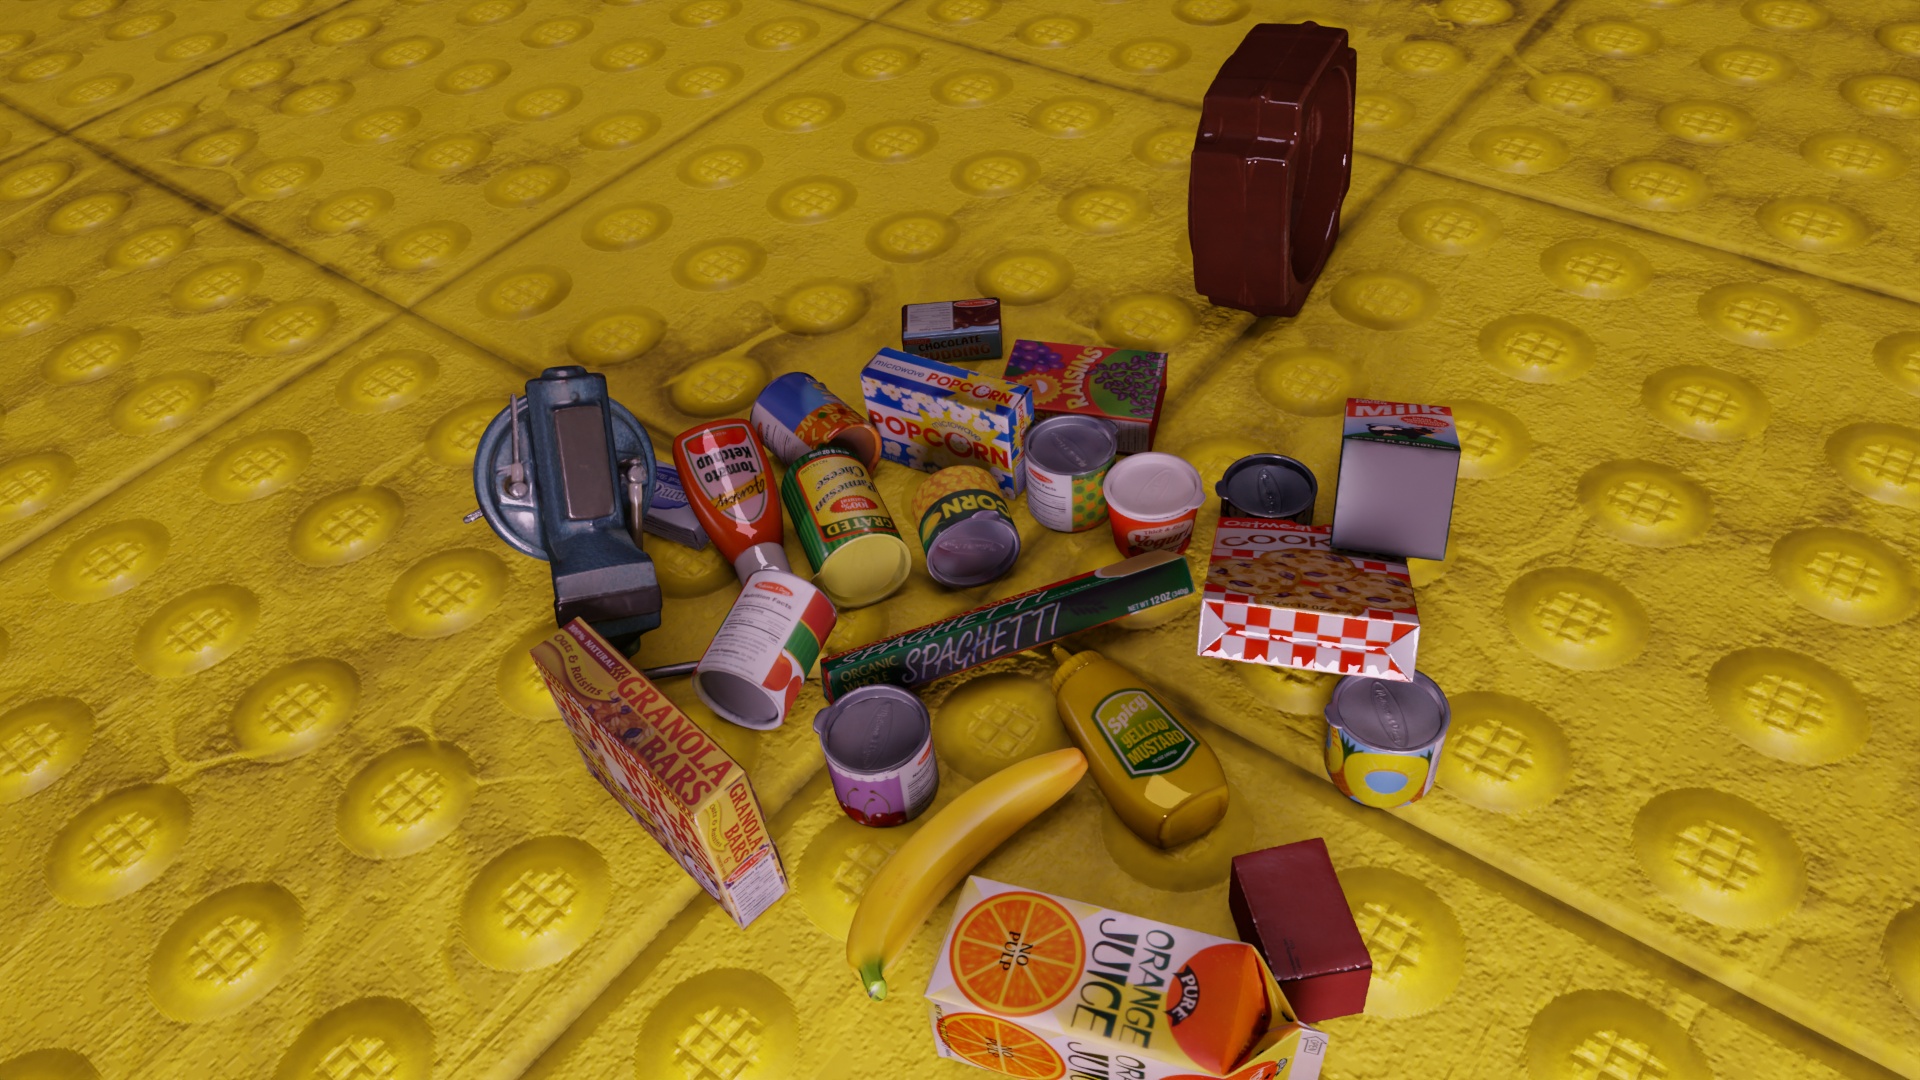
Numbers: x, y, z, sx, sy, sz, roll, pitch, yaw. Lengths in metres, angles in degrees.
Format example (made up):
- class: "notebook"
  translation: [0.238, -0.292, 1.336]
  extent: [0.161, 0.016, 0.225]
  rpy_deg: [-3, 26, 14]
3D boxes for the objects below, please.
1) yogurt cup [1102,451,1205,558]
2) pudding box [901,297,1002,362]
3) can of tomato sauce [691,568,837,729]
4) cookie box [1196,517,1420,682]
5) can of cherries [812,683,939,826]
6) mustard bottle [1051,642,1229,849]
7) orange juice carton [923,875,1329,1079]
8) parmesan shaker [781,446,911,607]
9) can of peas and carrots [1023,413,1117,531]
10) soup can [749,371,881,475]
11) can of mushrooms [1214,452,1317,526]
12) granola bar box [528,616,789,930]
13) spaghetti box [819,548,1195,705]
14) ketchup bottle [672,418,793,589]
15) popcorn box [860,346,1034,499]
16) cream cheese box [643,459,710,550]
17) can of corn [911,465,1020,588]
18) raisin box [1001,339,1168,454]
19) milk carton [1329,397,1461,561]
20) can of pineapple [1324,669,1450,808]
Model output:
- class: "yogurt cup"
  translation: [0.134, -0.021, 0.971]
  extent: [0.072, 0.053, 0.073]
  rpy_deg: [-4, 45, 4]
- class: "pudding box"
  translation: [-0.007, -0.175, 1.161]
  extent: [0.084, 0.030, 0.050]
  rpy_deg: [-5, 44, 2]
- class: "can of tomato sauce"
  translation: [-0.126, 0.072, 0.901]
  extent: [0.071, 0.070, 0.083]
  rpy_deg: [11, 51, 18]
- class: "cookie box"
  translation: [0.217, 0.031, 0.871]
  extent: [0.123, 0.040, 0.168]
  rpy_deg: [6, 19, 12]
- class: "can of cherries"
  translation: [-0.050, 0.129, 0.840]
  extent: [0.071, 0.058, 0.072]
  rpy_deg: [-4, 46, 4]
- class: "mustard bottle"
  translation: [0.096, 0.113, 0.844]
  extent: [0.065, 0.048, 0.161]
  rpy_deg: [-24, 47, -19]
- class: "orange juice carton"
  translation: [0.085, 0.239, 0.703]
  extent: [0.193, 0.071, 0.073]
  rpy_deg: [10, 48, 17]
- class: "parmesan shaker"
  translation: [-0.085, -0.011, 0.978]
  extent: [0.071, 0.071, 0.103]
  rpy_deg: [-18, 46, -11]
- class: "can of peas and carrots"
  translation: [0.082, -0.050, 1.004]
  extent: [0.071, 0.058, 0.071]
  rpy_deg: [-3, 45, 3]
- class: "soup can"
  translation: [-0.107, -0.082, 1.053]
  extent: [0.071, 0.071, 0.084]
  rpy_deg: [-33, 51, -24]
- class: "can of mushrooms"
  translation: [0.215, -0.028, 0.983]
  extent: [0.071, 0.033, 0.071]
  rpy_deg: [-3, 45, 3]
- class: "granola bar box"
  translation: [-0.173, 0.133, 0.804]
  extent: [0.039, 0.123, 0.166]
  rpy_deg: [-37, 52, -25]
- class: "spaghetti box"
  translation: [0.030, 0.057, 0.908]
  extent: [0.250, 0.028, 0.050]
  rpy_deg: [-17, 9, -11]
- class: "ketchup bottle"
  translation: [-0.155, -0.017, 0.990]
  extent: [0.065, 0.043, 0.149]
  rpy_deg: [-16, 61, -17]
- class: "popcorn box"
  translation: [-0.008, -0.088, 1.034]
  extent: [0.127, 0.084, 0.038]
  rpy_deg: [19, 51, 23]
- class: "cream cheese box"
  translation: [-0.223, -0.031, 1.046]
  extent: [0.104, 0.024, 0.054]
  rpy_deg: [18, 51, 23]
- class: "can of corn"
  translation: [0.003, -0.012, 0.967]
  extent: [0.071, 0.070, 0.058]
  rpy_deg: [-13, 44, -6]
- class: "raisin box"
  translation: [0.094, -0.112, 1.079]
  extent: [0.123, 0.039, 0.086]
  rpy_deg: [7, 47, 12]
- class: "milk carton"
  translation: [0.292, -0.050, 0.940]
  extent: [0.072, 0.073, 0.191]
  rpy_deg: [8, 18, 15]
- class: "can of pineapple"
  translation: [0.248, 0.115, 0.818]
  extent: [0.071, 0.057, 0.071]
  rpy_deg: [-4, 44, 4]
